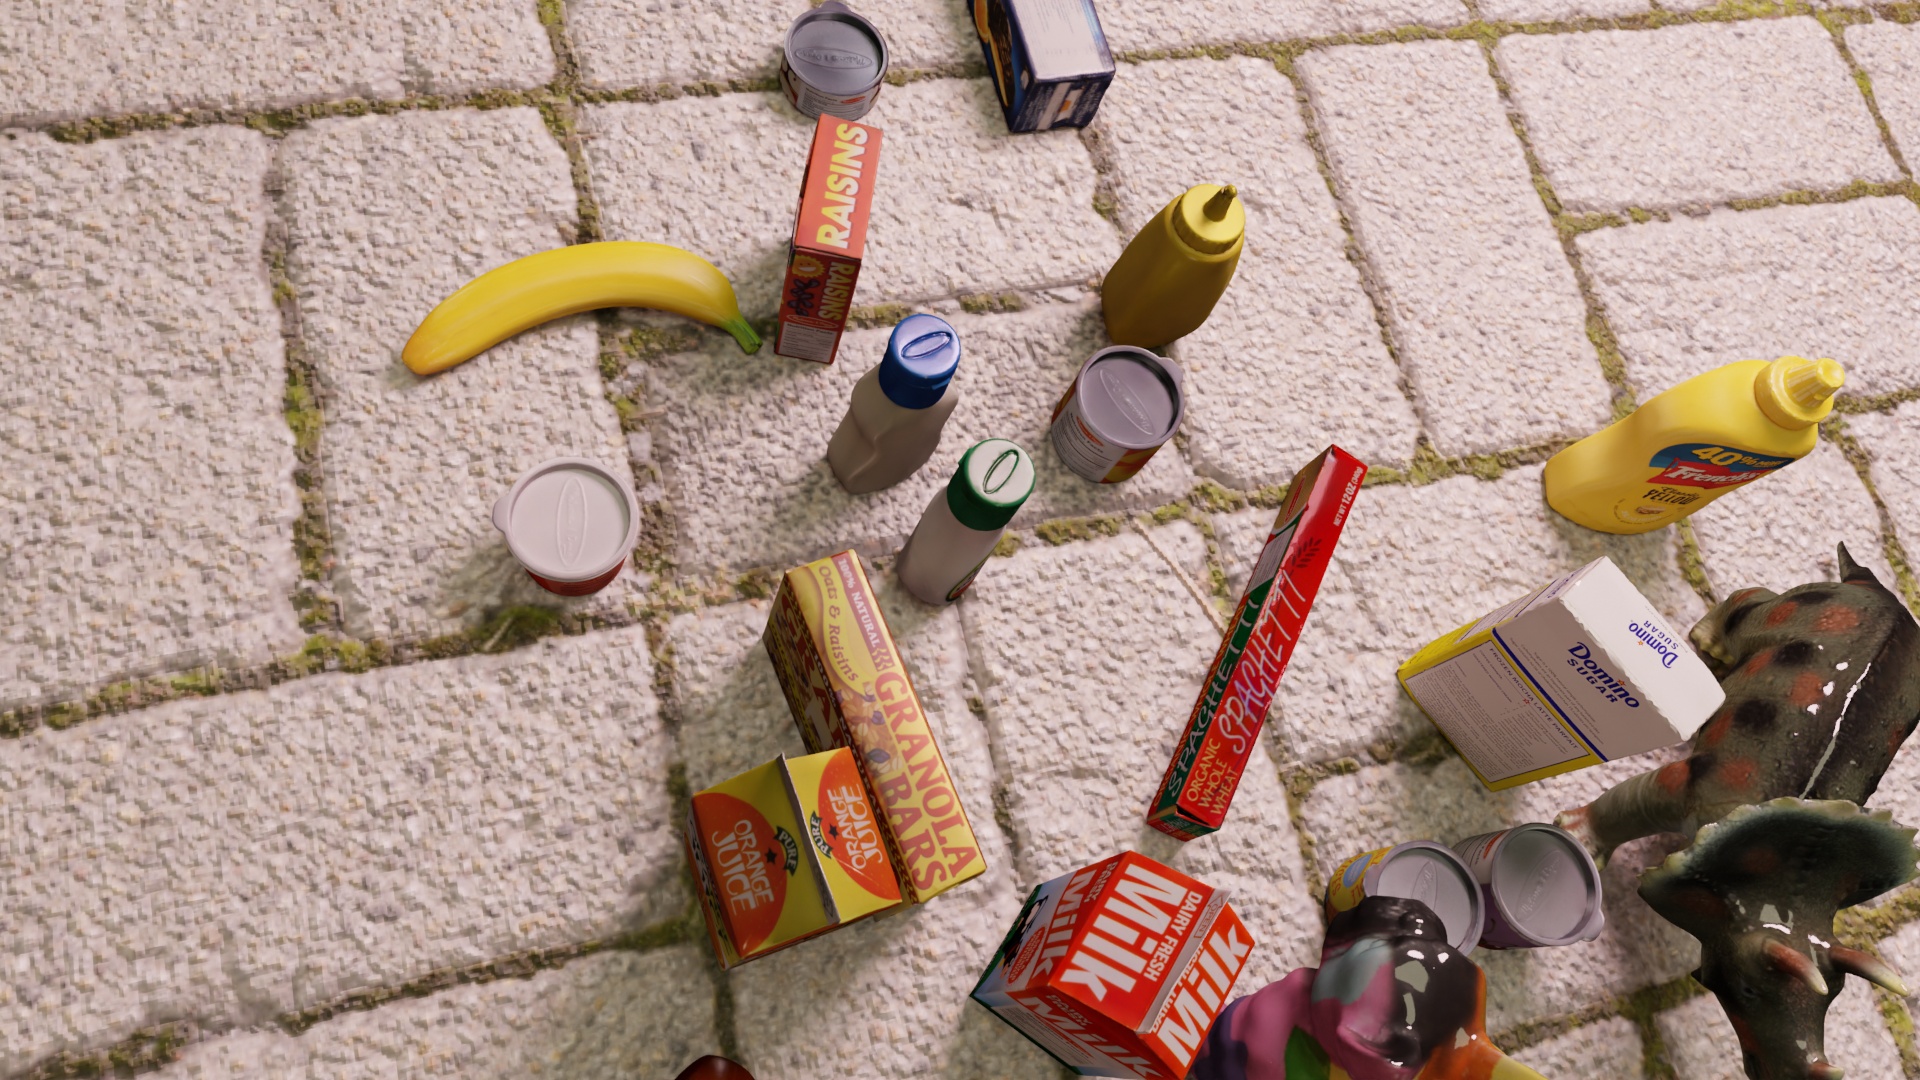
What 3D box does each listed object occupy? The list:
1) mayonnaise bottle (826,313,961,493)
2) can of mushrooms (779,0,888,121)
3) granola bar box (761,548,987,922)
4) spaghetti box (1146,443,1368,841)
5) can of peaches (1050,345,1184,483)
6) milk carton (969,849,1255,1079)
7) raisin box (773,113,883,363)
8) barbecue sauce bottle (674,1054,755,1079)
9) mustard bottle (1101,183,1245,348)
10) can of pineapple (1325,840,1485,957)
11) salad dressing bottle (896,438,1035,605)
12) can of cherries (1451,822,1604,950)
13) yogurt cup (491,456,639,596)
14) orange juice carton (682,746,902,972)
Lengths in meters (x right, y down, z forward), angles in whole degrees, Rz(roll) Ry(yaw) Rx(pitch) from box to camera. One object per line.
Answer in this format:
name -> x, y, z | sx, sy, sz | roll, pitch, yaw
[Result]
mayonnaise bottle -> -0.032, -0.072, 0.746 | 0.065, 0.147, 0.041 | -26, 79, -20
can of mushrooms -> -0.080, -0.303, 0.880 | 0.071, 0.033, 0.071 | 4, 70, -12
granola bar box -> -0.047, 0.101, 0.693 | 0.039, 0.123, 0.166 | -19, 76, -19
spaghetti box -> 0.173, 0.056, 0.801 | 0.029, 0.050, 0.251 | 29, 67, -2
can of peaches -> 0.094, -0.075, 0.826 | 0.071, 0.058, 0.071 | 4, 70, -12
milk carton -> 0.072, 0.200, 0.649 | 0.073, 0.189, 0.072 | 36, 67, 1
raisin box -> -0.076, -0.166, 0.783 | 0.040, 0.123, 0.086 | 12, 69, -9
barbecue sauce bottle -> -0.112, 0.260, 0.606 | 0.044, 0.148, 0.065 | 28, 67, -2
mustard bottle -> 0.131, -0.166, 0.812 | 0.065, 0.159, 0.049 | -8, 73, -16
can of pineapple -> 0.241, 0.200, 0.761 | 0.071, 0.057, 0.071 | 4, 70, -12
salad dressing bottle -> 0.003, -0.009, 0.732 | 0.044, 0.147, 0.064 | 36, 67, 1
can of cherries -> 0.314, 0.197, 0.779 | 0.071, 0.058, 0.071 | 4, 70, -12
yogurt cup -> -0.204, -0.004, 0.731 | 0.072, 0.053, 0.072 | 4, 70, -12
orange juice carton -> -0.079, 0.146, 0.631 | 0.073, 0.192, 0.072 | -15, 75, -18
